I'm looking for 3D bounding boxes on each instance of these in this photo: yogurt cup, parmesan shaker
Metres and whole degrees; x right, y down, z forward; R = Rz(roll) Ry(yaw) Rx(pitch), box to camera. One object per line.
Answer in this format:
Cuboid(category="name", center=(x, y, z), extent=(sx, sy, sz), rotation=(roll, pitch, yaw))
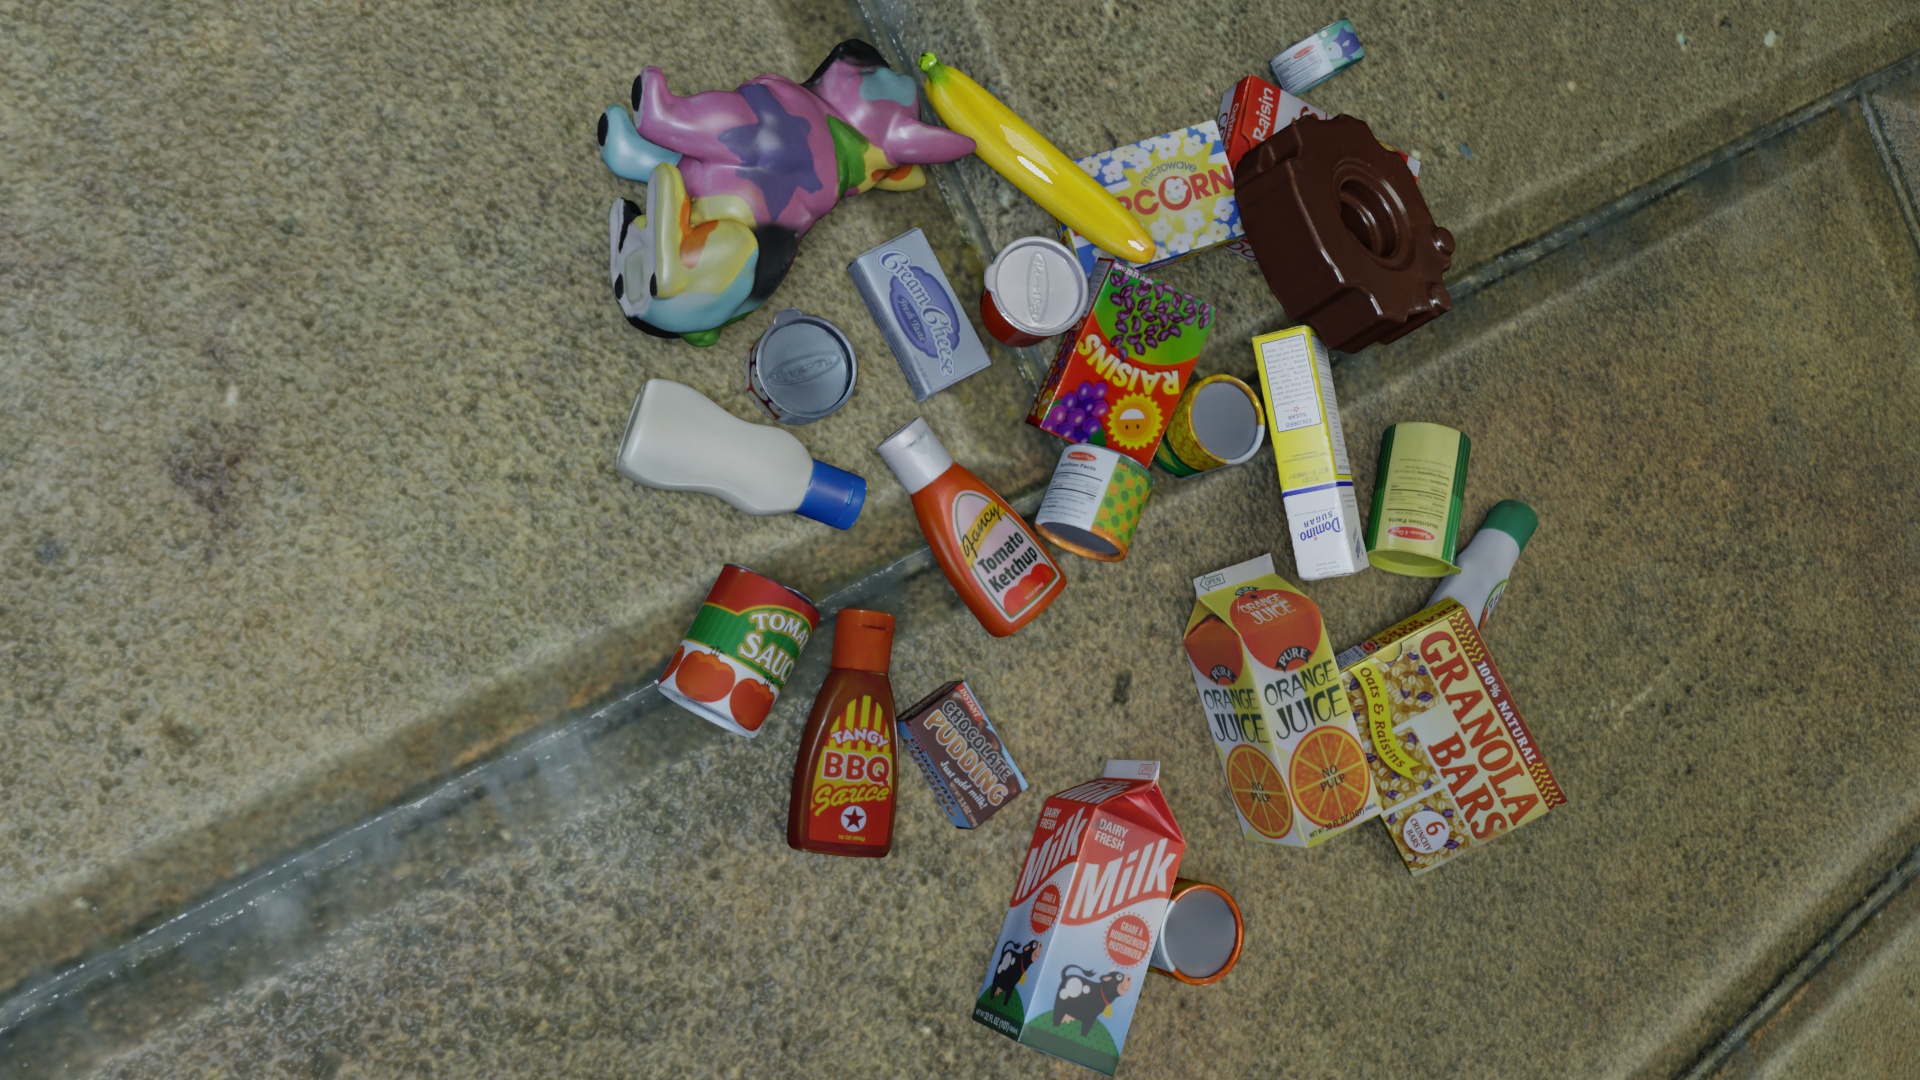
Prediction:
Cuboid(category="yogurt cup", center=(0.046, -0.163, 0.934), extent=(0.072, 0.054, 0.072), rotation=(3, 80, -15))
Cuboid(category="parmesan shaker", center=(0.348, -0.030, 1.048), extent=(0.071, 0.071, 0.103), rotation=(19, 75, -21))

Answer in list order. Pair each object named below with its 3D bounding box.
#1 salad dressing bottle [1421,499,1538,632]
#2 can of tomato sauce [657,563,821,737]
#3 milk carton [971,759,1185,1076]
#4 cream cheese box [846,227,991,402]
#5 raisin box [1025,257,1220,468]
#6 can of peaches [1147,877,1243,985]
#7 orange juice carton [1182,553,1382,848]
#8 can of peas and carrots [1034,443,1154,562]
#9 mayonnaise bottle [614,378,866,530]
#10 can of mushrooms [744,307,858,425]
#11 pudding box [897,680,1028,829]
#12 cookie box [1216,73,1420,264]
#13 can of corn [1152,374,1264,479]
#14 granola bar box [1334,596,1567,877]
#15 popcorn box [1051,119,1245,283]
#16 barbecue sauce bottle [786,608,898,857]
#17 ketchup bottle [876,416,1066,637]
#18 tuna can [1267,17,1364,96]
Cuboid(category="salad dressing bottle", center=(0.400, 0.027, 1.072), extent=(0.044, 0.064, 0.148), rotation=(30, 59, 21))
Cuboid(category="can of tomato sauce", center=(-0.129, 0.066, 0.820), extent=(0.071, 0.071, 0.083), rotation=(32, 72, -17))
Cuboid(category="milk carton", center=(0.082, 0.231, 0.892), extent=(0.073, 0.072, 0.191), rotation=(26, 73, -19))
Cuboid(category="cream cheese box", center=(-0.028, -0.149, 0.919), extent=(0.053, 0.024, 0.103), rotation=(-31, 96, -25))
Cuboid(category="raisin box", center=(0.109, -0.119, 0.945), extent=(0.086, 0.040, 0.123), rotation=(22, 96, -16))
Cuboid(category="can of peaches", center=(0.148, 0.258, 0.925), extent=(0.071, 0.058, 0.071), rotation=(3, 82, -23))
Cuboid(category="orange juice carton", center=(0.218, 0.109, 0.969), extent=(0.072, 0.073, 0.192), rotation=(-17, 90, -25))
Cuboid(category="can of peas and carrots", center=(0.091, -0.024, 0.934), extent=(0.071, 0.071, 0.059), rotation=(28, 74, -19))
Cuboid(category="mayonnaise bottle", center=(-0.131, -0.046, 0.851), extent=(0.148, 0.041, 0.065), rotation=(20, 77, -22))
Cuboid(category="can of mushrooms", center=(-0.102, -0.109, 0.876), extent=(0.071, 0.033, 0.071), rotation=(3, 82, -23))
Cuboid(category="pudding box", center=(0.000, 0.137, 0.890), extent=(0.050, 0.030, 0.083), rotation=(-33, 97, -25))
Cuboid(category="cookie box", center=(0.266, -0.262, 1.058), extent=(0.167, 0.040, 0.123), rotation=(19, 76, -21))
Cuboid(category="can of corn", center=(0.170, -0.082, 0.980), extent=(0.071, 0.058, 0.071), rotation=(3, 82, -24))
Cuboid(category="granola bar box", center=(0.343, 0.143, 1.008), extent=(0.124, 0.039, 0.165), rotation=(-29, 96, 6))
Cuboid(category="popcorn box", center=(0.129, -0.234, 0.973), extent=(0.127, 0.038, 0.085), rotation=(-18, 89, -6))
Cuboid(category="barbecue sauce bottle", center=(-0.067, 0.118, 0.856), extent=(0.065, 0.043, 0.149), rotation=(11, 78, -22))
Cuboid(category="ketchup bottle", center=(0.003, -0.011, 0.905), extent=(0.065, 0.043, 0.148), rotation=(-41, 99, -23))
Cuboid(category="tuna can", center=(0.274, -0.369, 1.062), extent=(0.071, 0.071, 0.033), rotation=(-31, 97, -24))
